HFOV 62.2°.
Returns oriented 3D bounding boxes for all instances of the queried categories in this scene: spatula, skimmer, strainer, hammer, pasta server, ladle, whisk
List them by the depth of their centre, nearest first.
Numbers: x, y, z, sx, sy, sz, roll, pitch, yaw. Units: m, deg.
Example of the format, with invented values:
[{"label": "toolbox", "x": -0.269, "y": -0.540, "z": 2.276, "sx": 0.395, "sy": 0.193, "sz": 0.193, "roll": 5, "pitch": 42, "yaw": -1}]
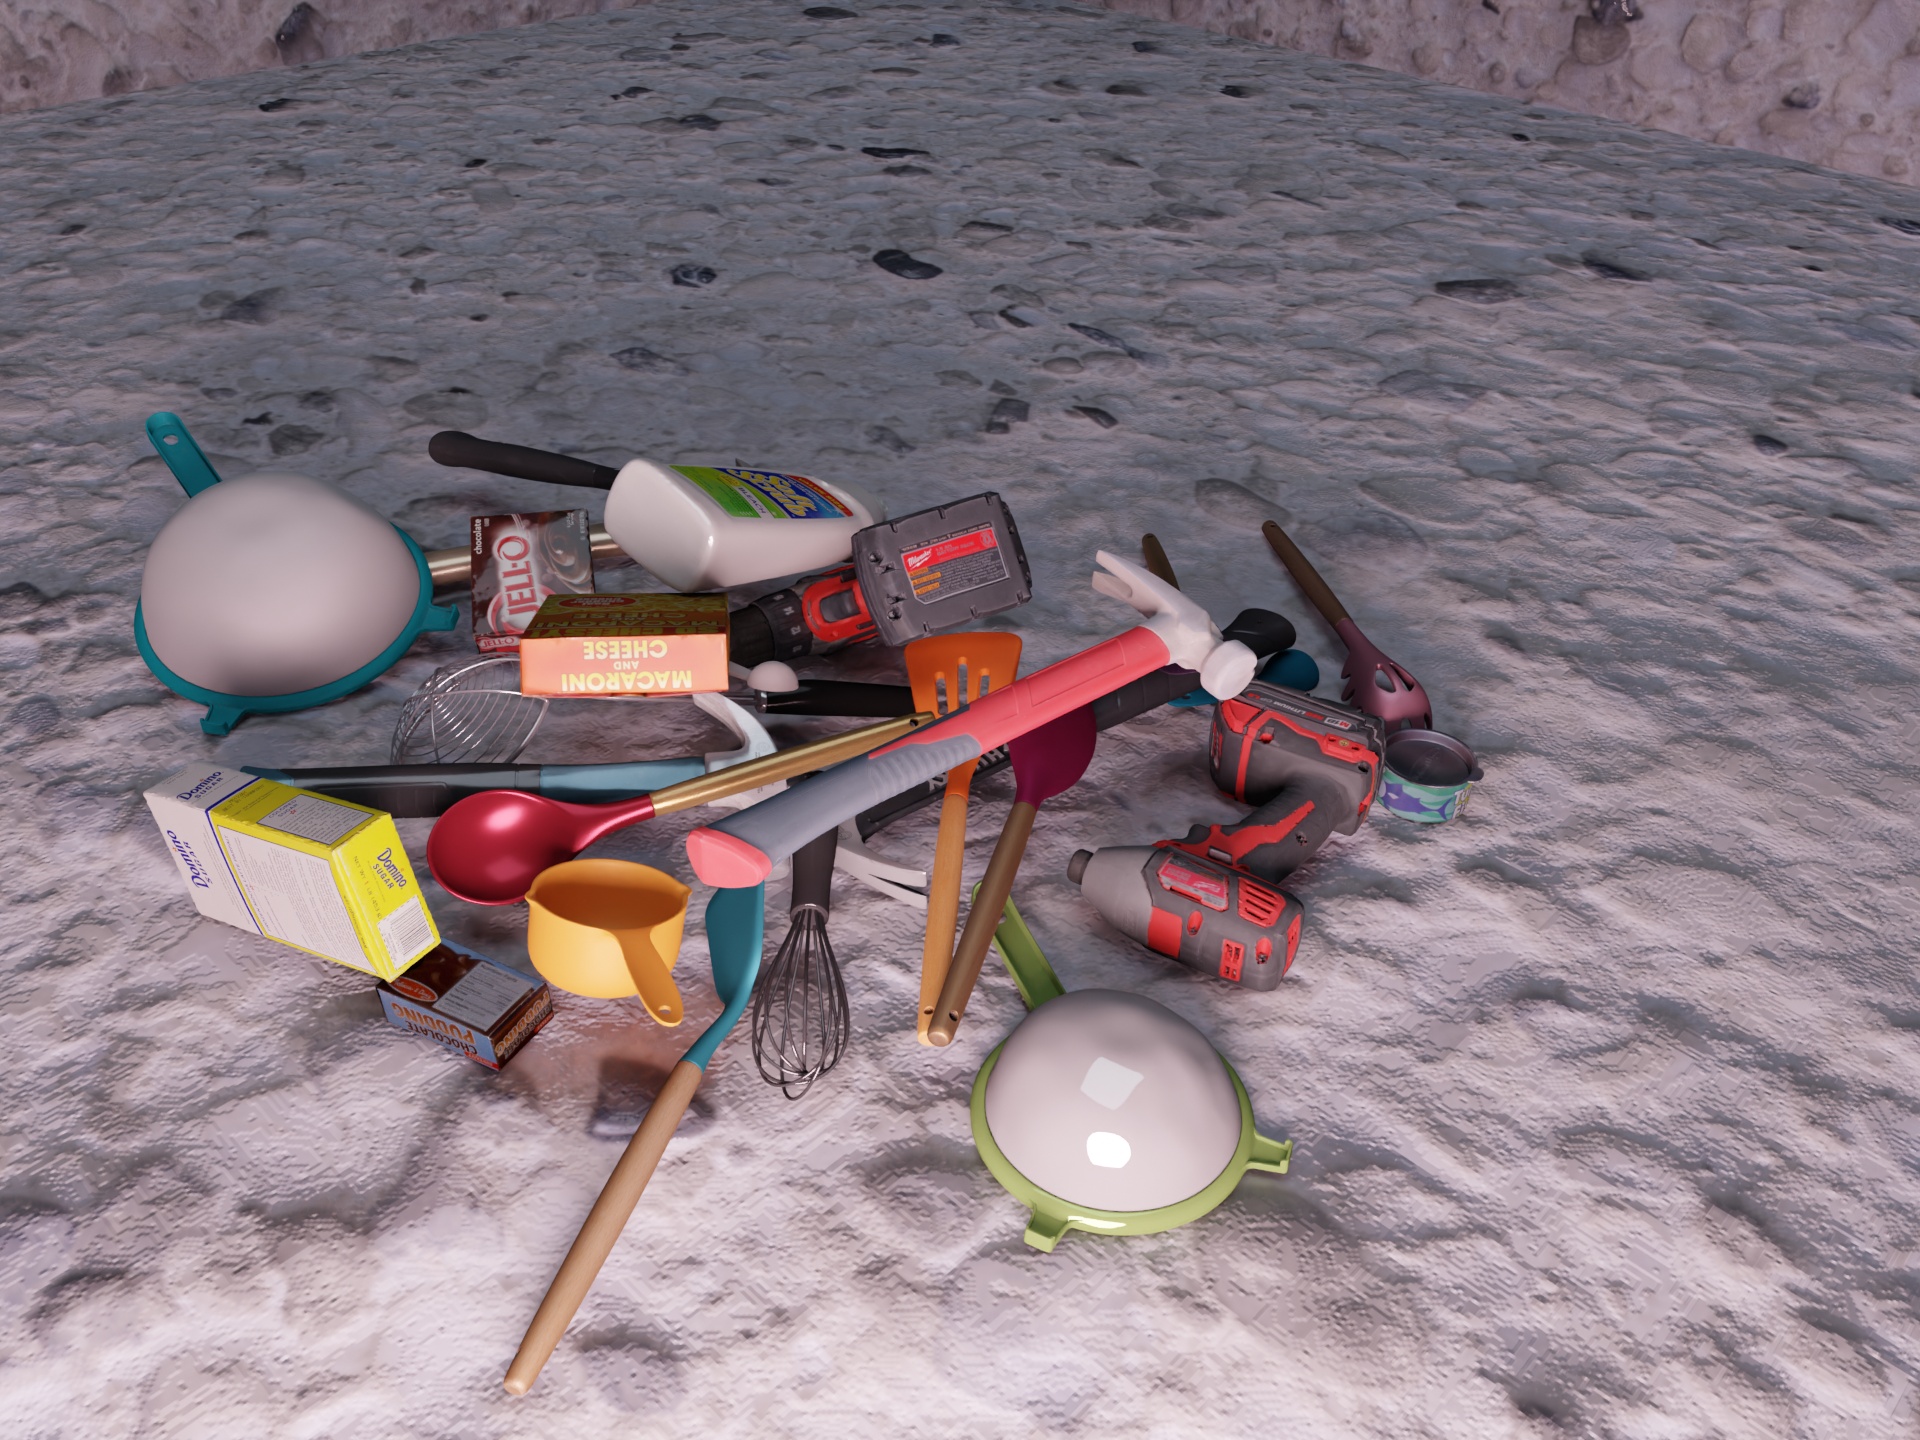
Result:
[{"label": "spatula", "x": -0.161, "y": 0.196, "z": 0.822, "sx": 0.044, "sy": 0.082, "sz": 0.318, "roll": 35, "pitch": 42, "yaw": -9}, {"label": "strainer", "x": 0.062, "y": 0.156, "z": 0.866, "sx": 0.151, "sy": 0.069, "sz": 0.257, "roll": -12, "pitch": 39, "yaw": -18}, {"label": "whisk", "x": -0.088, "y": 0.115, "z": 0.920, "sx": 0.055, "sy": 0.055, "sz": 0.239, "roll": 0, "pitch": 41, "yaw": -2}, {"label": "spatula", "x": -0.007, "y": 0.060, "z": 0.964, "sx": 0.081, "sy": 0.041, "sz": 0.323, "roll": -4, "pitch": 40, "yaw": 8}, {"label": "ladle", "x": -0.163, "y": 0.042, "z": 0.968, "sx": 0.315, "sy": 0.031, "sz": 0.069, "roll": -17, "pitch": 83, "yaw": -14}, {"label": "hammer", "x": -0.002, "y": -0.003, "z": 0.972, "sx": 0.386, "sy": 0.038, "sz": 0.143, "roll": -25, "pitch": 49, "yaw": -30}, {"label": "hammer", "x": -0.274, "y": 0.043, "z": 0.987, "sx": 0.331, "sy": 0.033, "sz": 0.128, "roll": -2, "pitch": 68, "yaw": -7}, {"label": "hammer", "x": 0.075, "y": 0.005, "z": 1.092, "sx": 0.409, "sy": 0.036, "sz": 0.149, "roll": -24, "pitch": 44, "yaw": -27}, {"label": "skimmer", "x": -0.203, "y": 0.006, "z": 1.102, "sx": 0.363, "sy": 0.090, "sz": 0.127, "roll": 1, "pitch": 38, "yaw": -18}, {"label": "strainer", "x": -0.540, "y": -0.155, "z": 1.185, "sx": 0.211, "sy": 0.095, "sz": 0.341, "roll": -30, "pitch": 61, "yaw": -26}, {"label": "spatula", "x": 0.157, "y": -0.093, "z": 1.204, "sx": 0.060, "sy": 0.018, "sz": 0.316, "roll": -8, "pitch": 22, "yaw": 4}, {"label": "pasta server", "x": 0.290, "y": -0.079, "z": 1.244, "sx": 0.060, "sy": 0.040, "sz": 0.317, "roll": -4, "pitch": 32, "yaw": -8}, {"label": "hammer", "x": -0.305, "y": -0.199, "z": 1.293, "sx": 0.335, "sy": 0.035, "sz": 0.146, "roll": 14, "pitch": 14, "yaw": 27}, {"label": "hammer", "x": -0.345, "y": -0.142, "z": 1.297, "sx": 0.410, "sy": 0.038, "sz": 0.146, "roll": -12, "pitch": 36, "yaw": -18}]

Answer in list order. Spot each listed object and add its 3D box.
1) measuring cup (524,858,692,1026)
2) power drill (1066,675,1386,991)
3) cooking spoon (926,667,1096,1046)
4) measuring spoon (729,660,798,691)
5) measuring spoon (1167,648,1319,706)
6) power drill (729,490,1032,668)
[{"label": "measuring cup", "x": -0.185, "y": 0.137, "z": 0.874, "sx": 0.095, "sy": 0.052, "sz": 0.174, "roll": 0, "pitch": 24, "yaw": -28}, {"label": "power drill", "x": 0.170, "y": 0.067, "z": 0.994, "sx": 0.143, "sy": 0.078, "sz": 0.220, "roll": 19, "pitch": 42, "yaw": 24}, {"label": "cooking spoon", "x": 0.032, "y": 0.070, "z": 0.947, "sx": 0.068, "sy": 0.017, "sz": 0.319, "roll": 41, "pitch": 40, "yaw": -14}, {"label": "measuring spoon", "x": -0.158, "y": -0.043, "z": 1.092, "sx": 0.124, "sy": 0.018, "sz": 0.034, "roll": 20, "pitch": 19, "yaw": 38}, {"label": "measuring spoon", "x": 0.209, "y": -0.032, "z": 1.174, "sx": 0.128, "sy": 0.021, "sz": 0.042, "roll": -12, "pitch": 38, "yaw": -21}, {"label": "power drill", "x": -0.074, "y": -0.085, "z": 1.120, "sx": 0.188, "sy": 0.080, "sz": 0.227, "roll": -20, "pitch": 4, "yaw": -28}]
